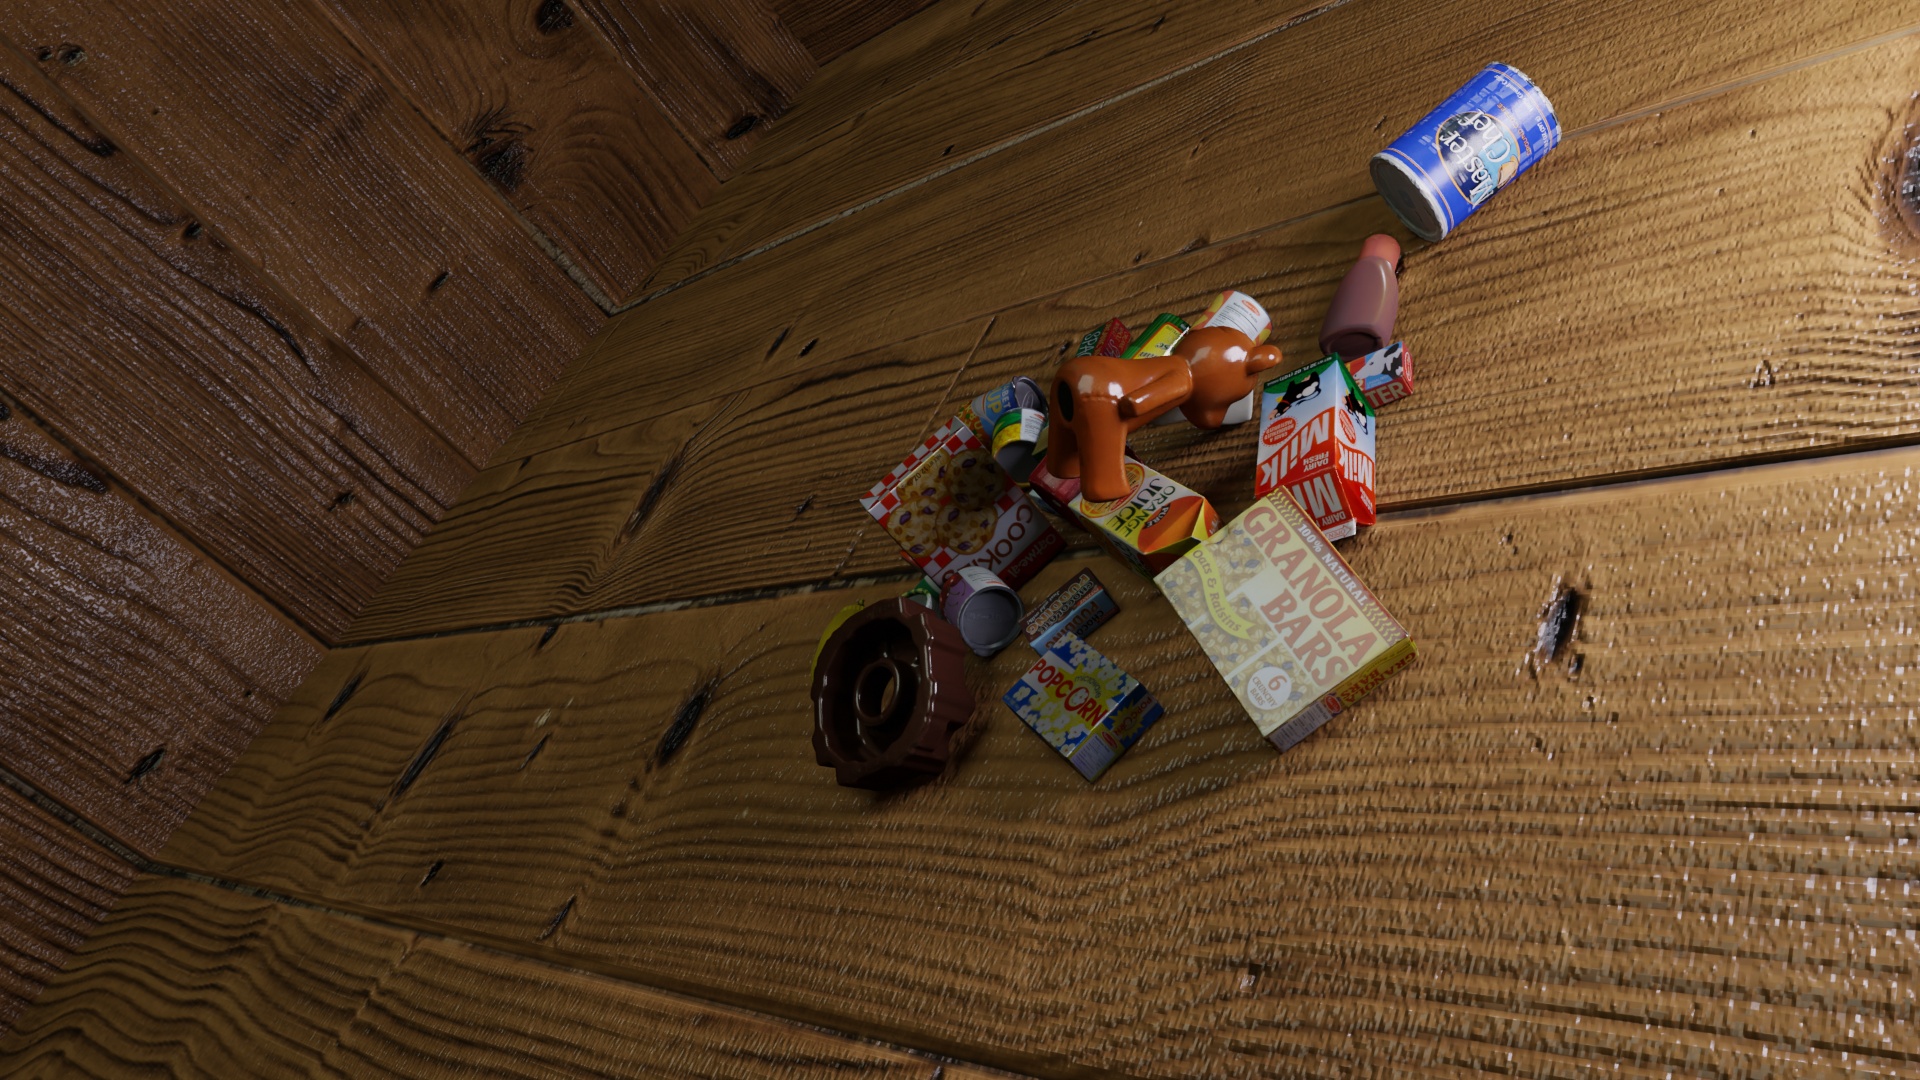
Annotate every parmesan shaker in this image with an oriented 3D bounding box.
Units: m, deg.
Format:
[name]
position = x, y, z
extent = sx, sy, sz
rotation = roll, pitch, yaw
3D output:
[parmesan shaker]
position = 0.195, -0.179, 1.431
extent = 0.103, 0.071, 0.071
rotation = -47, 28, -11

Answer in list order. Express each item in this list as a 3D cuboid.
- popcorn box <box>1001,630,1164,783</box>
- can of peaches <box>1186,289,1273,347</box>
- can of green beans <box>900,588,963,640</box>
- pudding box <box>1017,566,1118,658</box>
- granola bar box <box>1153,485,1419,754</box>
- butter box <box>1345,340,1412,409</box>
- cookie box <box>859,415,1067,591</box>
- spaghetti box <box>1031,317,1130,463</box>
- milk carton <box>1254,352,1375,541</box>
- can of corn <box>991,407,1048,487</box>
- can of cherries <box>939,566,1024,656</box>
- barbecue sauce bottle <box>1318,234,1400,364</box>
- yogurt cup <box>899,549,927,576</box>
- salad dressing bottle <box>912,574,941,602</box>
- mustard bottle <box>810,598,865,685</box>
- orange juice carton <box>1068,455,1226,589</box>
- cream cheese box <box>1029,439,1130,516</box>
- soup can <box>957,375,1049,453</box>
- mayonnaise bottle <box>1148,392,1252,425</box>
[popcorn box]
position = 0.098, 0.134, 1.145
extent = 0.085, 0.038, 0.127
rotation = -44, 28, -6
[can of peaches]
position = 0.268, -0.206, 1.388
extent = 0.058, 0.071, 0.071
rotation = -49, 29, -14
[can of green beans]
position = -0.039, 0.089, 1.357
extent = 0.071, 0.057, 0.071
rotation = -31, 30, 20
[pudding box]
position = 0.096, 0.068, 1.249
extent = 0.083, 0.030, 0.050
rotation = -39, 29, 6
[granola bar box]
position = 0.236, 0.055, 1.026
extent = 0.124, 0.039, 0.166
rotation = -37, 50, 7
[butter box]
position = 0.348, -0.135, 1.230
extent = 0.103, 0.024, 0.053
rotation = -22, 33, 32
[cookie box]
position = 0.005, -0.017, 1.338
extent = 0.123, 0.167, 0.040
rotation = -42, 25, 0
[spaghetti box]
position = 0.133, -0.162, 1.497
extent = 0.050, 0.028, 0.251
rotation = -28, 24, 36
[milk carton]
position = 0.293, -0.061, 1.141
extent = 0.072, 0.073, 0.191
rotation = -22, 34, 33
[can of corn]
position = 0.065, -0.097, 1.484
extent = 0.071, 0.071, 0.058
rotation = -28, 31, 23
[can of cherries]
position = 0.018, 0.066, 1.312
extent = 0.071, 0.071, 0.058
rotation = -43, 28, -3
[barbecue sauce bottle]
position = 0.381, -0.230, 1.303
extent = 0.064, 0.043, 0.149
rotation = -13, 38, 41
[yogurt cup]
position = -0.027, 0.010, 1.450
extent = 0.054, 0.072, 0.072
rotation = -53, 29, -4
[salad dressing bottle]
position = 0.001, 0.023, 1.403
extent = 0.147, 0.064, 0.044
rotation = -47, 15, 5
[mustard bottle]
position = -0.113, 0.110, 1.419
extent = 0.048, 0.065, 0.161
rotation = -25, 26, 19
[orange juice carton]
position = 0.178, -0.006, 1.208
extent = 0.073, 0.071, 0.193
rotation = -44, 28, -4
[cream cheese box]
position = 0.122, -0.071, 1.420
extent = 0.104, 0.024, 0.053
rotation = -47, 27, -10
[soup can]
position = 0.047, -0.142, 1.562
extent = 0.083, 0.071, 0.072
rotation = -22, 34, 32
[mayonnaise bottle]
position = 0.199, -0.138, 1.313
extent = 0.148, 0.064, 0.041
rotation = -3, 28, 2
